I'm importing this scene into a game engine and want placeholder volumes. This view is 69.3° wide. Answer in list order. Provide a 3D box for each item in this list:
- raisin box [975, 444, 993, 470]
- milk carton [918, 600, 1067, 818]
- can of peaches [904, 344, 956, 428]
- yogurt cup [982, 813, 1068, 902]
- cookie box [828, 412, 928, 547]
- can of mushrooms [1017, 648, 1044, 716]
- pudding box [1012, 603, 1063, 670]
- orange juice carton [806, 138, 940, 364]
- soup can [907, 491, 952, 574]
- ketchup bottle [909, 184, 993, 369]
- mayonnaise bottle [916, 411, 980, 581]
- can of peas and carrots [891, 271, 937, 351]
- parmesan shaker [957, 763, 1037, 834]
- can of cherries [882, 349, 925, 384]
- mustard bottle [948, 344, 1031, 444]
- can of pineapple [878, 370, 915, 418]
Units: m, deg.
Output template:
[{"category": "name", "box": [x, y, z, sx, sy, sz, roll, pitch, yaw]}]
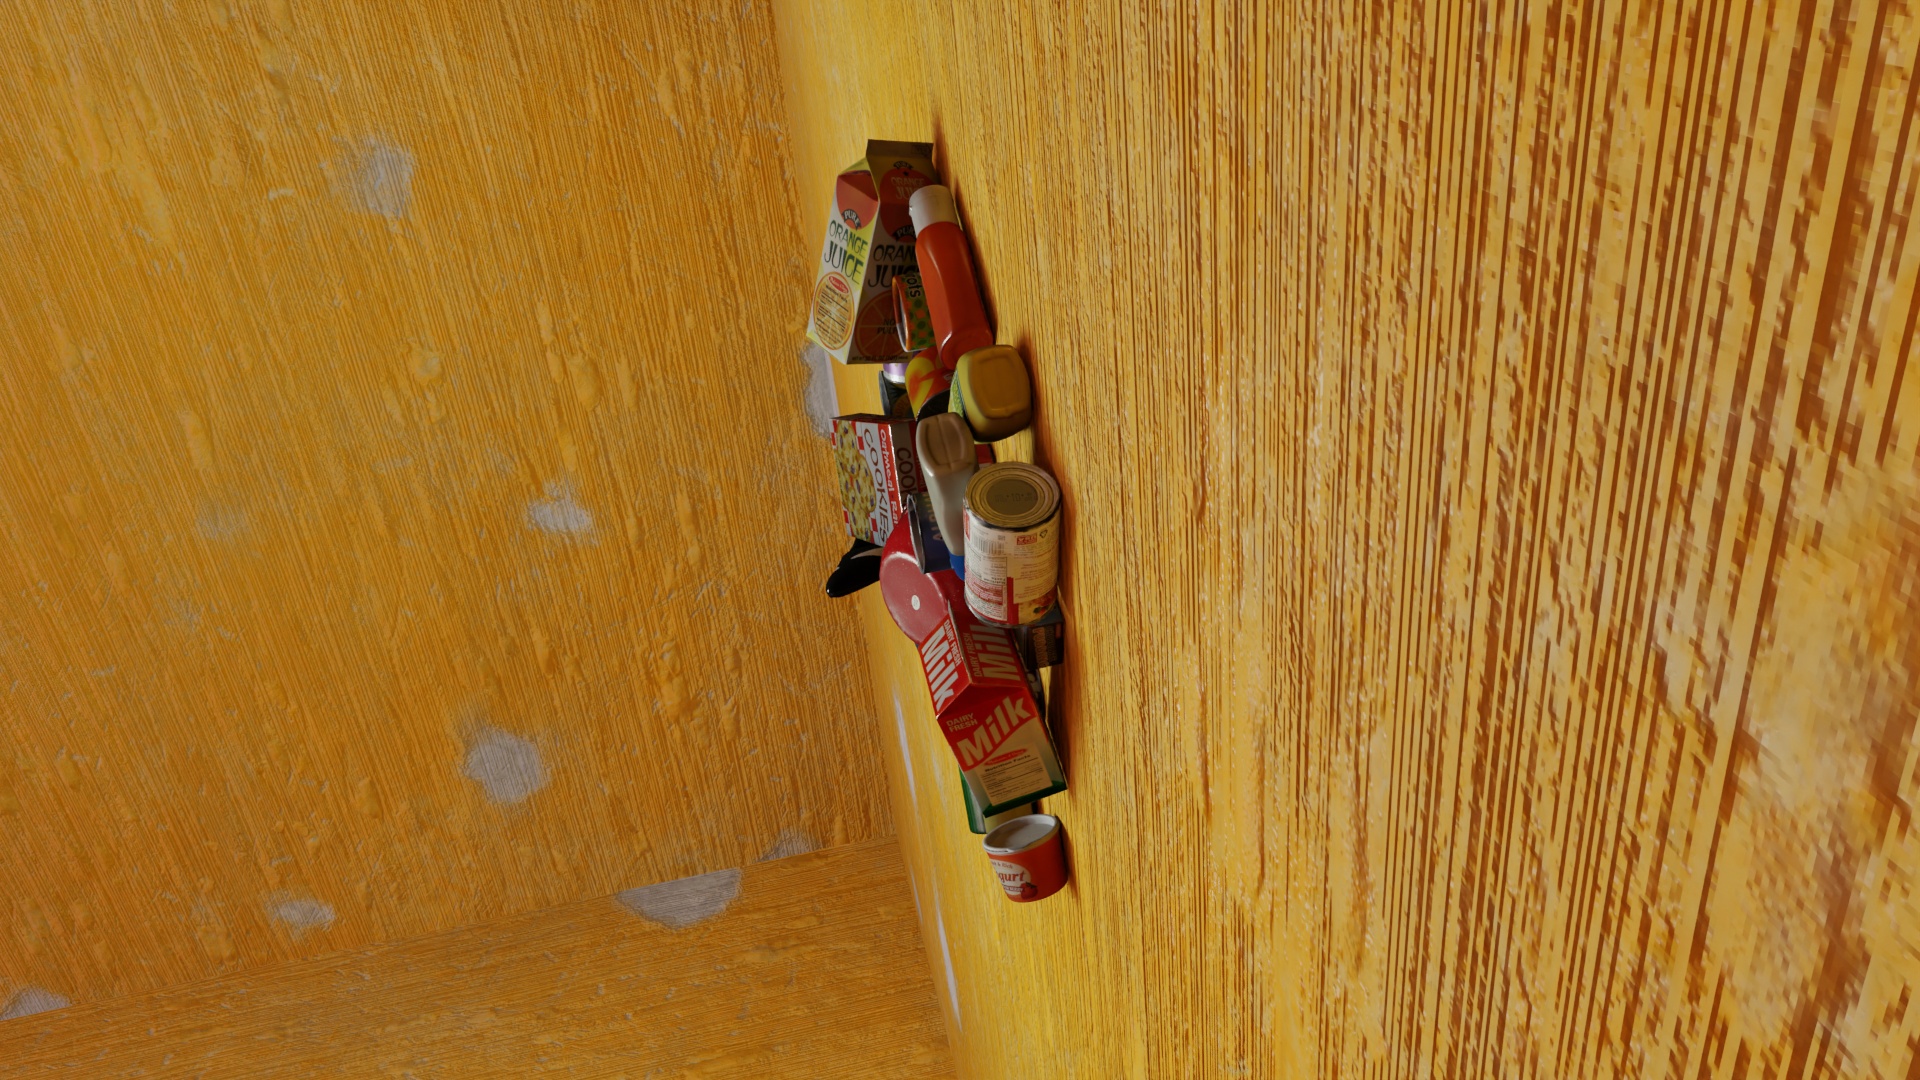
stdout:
[{"category": "raisin box", "box": [0.004, -0.053, 1.242, 0.122, 0.040, 0.086, 89, 168, -46]}, {"category": "milk carton", "box": [0.021, 0.128, 1.068, 0.189, 0.073, 0.073, 68, -177, -47]}, {"category": "can of peaches", "box": [-0.008, -0.122, 1.144, 0.071, 0.071, 0.058, 88, 169, -47]}, {"category": "yogurt cup", "box": [0.058, 0.271, 1.182, 0.072, 0.072, 0.054, -144, 37, -79]}, {"category": "cookie box", "box": [-0.073, -0.059, 1.345, 0.167, 0.040, 0.122, 14, 115, 65]}, {"category": "can of mushrooms", "box": [0.047, 0.123, 1.178, 0.071, 0.033, 0.071, 172, 87, -83]}, {"category": "pudding box", "box": [0.053, 0.050, 1.046, 0.084, 0.030, 0.049, -108, 10, -45]}, {"category": "orange juice carton", "box": [-0.071, -0.254, 1.213, 0.073, 0.072, 0.191, 40, 125, 42]}, {"category": "soup can", "box": [0.004, -0.014, 1.119, 0.071, 0.084, 0.071, 172, 88, -82]}, {"category": "ketchup bottle", "box": [-0.010, -0.214, 1.111, 0.064, 0.043, 0.149, 100, 159, -66]}, {"category": "mayonnaise bottle", "box": [0.001, -0.025, 1.024, 0.147, 0.041, 0.065, 74, -179, -51]}, {"category": "can of peas and carrots", "box": [-0.024, -0.198, 1.177, 0.071, 0.059, 0.071, 172, 88, -82]}, {"category": "parmesan shaker", "box": [0.028, 0.215, 1.291, 0.071, 0.071, 0.103, 164, 95, -82]}, {"category": "can of cherries", "box": [-0.041, -0.186, 1.310, 0.072, 0.071, 0.058, -115, 18, -62]}, {"category": "mustard bottle", "box": [0.018, -0.100, 1.034, 0.160, 0.049, 0.065, 135, 122, -81]}, {"category": "can of pineapple", "box": [-0.051, -0.148, 1.446, 0.071, 0.058, 0.071, 172, 87, -82]}]
